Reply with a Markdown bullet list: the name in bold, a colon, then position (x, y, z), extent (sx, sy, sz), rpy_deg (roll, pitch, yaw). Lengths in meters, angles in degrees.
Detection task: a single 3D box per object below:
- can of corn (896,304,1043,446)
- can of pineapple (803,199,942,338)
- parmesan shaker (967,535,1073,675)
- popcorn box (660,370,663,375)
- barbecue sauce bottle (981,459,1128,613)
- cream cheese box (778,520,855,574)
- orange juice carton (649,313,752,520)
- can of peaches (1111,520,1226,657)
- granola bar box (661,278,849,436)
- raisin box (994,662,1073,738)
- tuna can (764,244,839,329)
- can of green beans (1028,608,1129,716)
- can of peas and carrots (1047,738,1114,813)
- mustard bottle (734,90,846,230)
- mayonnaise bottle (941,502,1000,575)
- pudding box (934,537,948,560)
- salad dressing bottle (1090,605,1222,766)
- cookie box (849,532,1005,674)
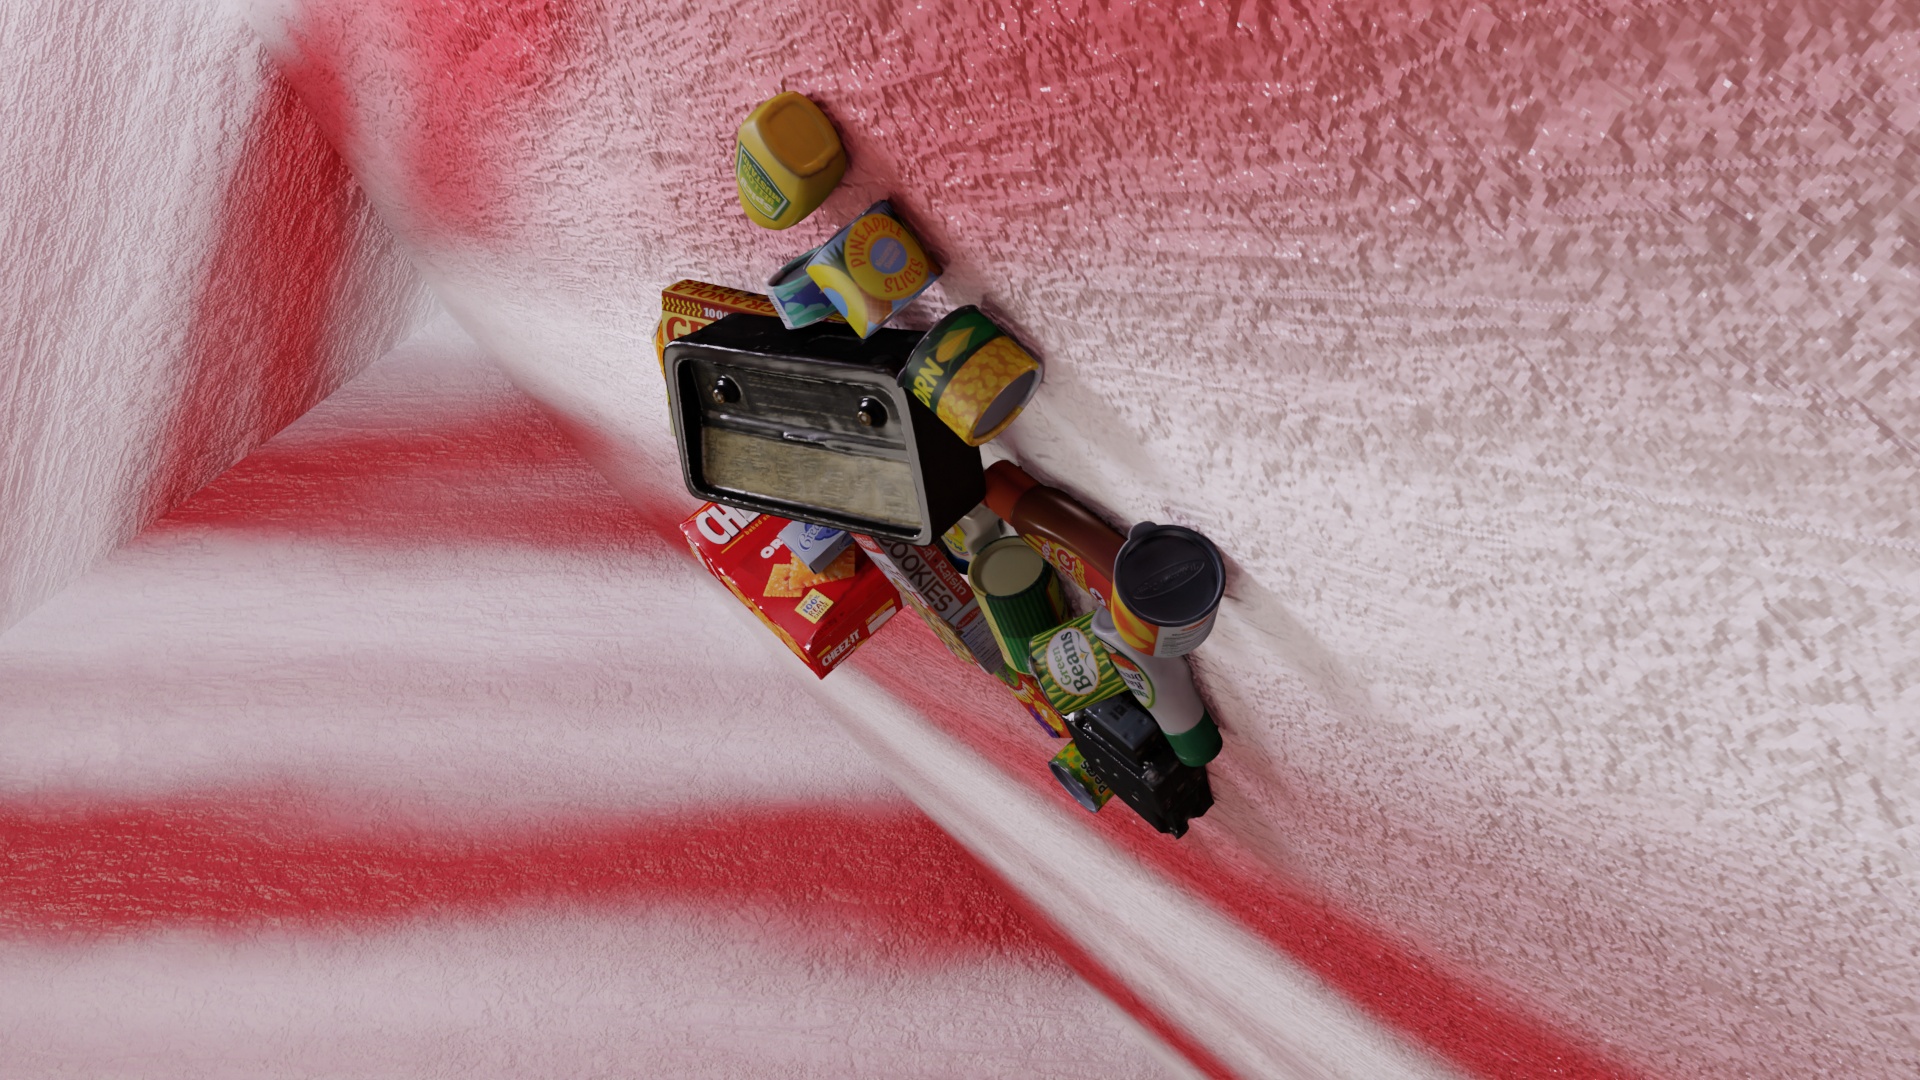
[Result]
- **can of corn**: position (0.006, -0.098, 0.845), extent (0.058, 0.071, 0.071), rpy_deg (44, 165, 14)
- **can of pineapple**: position (-0.053, -0.166, 0.851), extent (0.058, 0.071, 0.071), rpy_deg (50, 165, -7)
- **parmesan shaker**: position (0.052, 0.054, 1.106), extent (0.071, 0.071, 0.102), rpy_deg (36, 160, 39)
- **popcorn box**: position (-0.226, -0.142, 1.375), extent (0.038, 0.085, 0.126), rpy_deg (31, 157, 46)
- **barbecue sauce bottle**: position (0.072, -0.004, 0.950), extent (0.149, 0.044, 0.064), rpy_deg (39, 164, 33)
- **cream cheese box**: position (-0.121, -0.020, 1.346), extent (0.053, 0.104, 0.024), rpy_deg (41, 169, 30)
- **orange juice carton**: position (-0.204, -0.117, 1.222), extent (0.071, 0.073, 0.193), rpy_deg (-39, 67, 52)
- **can of peaches**: position (0.124, 0.030, 0.845), extent (0.071, 0.071, 0.058), rpy_deg (43, 165, 21)
- **granola bar box**: position (-0.152, -0.125, 1.072), extent (0.165, 0.039, 0.123), rpy_deg (15, 121, 22)
- **raisin box**: position (0.071, 0.129, 1.305), extent (0.123, 0.040, 0.086), rpy_deg (48, 165, -1)
- **tuna can**: position (-0.097, -0.177, 0.956), extent (0.071, 0.071, 0.032), rpy_deg (22, 145, 59)
- **can of green beans**: position (0.093, 0.092, 1.056), extent (0.071, 0.057, 0.071), rpy_deg (52, -158, -31)
- **can of peas and carrots**: position (0.127, 0.216, 1.324), extent (0.071, 0.059, 0.070), rpy_deg (44, 164, 16)
- **mustard bottle**: position (-0.115, -0.232, 0.894), extent (0.065, 0.049, 0.160), rpy_deg (51, 165, -5)
- **mayonnaise bottle**: position (0.004, -0.014, 1.124), extent (0.065, 0.041, 0.147), rpy_deg (44, 165, 18)
- **pudding box**: position (-0.031, -0.006, 1.271), extent (0.050, 0.030, 0.083), rpy_deg (32, 158, 44)
- **salad dressing bottle**: position (0.146, 0.104, 1.011), extent (0.147, 0.044, 0.064), rpy_deg (56, 166, -28)
- **cookie box**: position (-0.030, 0.036, 1.210), extent (0.167, 0.040, 0.123), rpy_deg (50, 171, -12)
